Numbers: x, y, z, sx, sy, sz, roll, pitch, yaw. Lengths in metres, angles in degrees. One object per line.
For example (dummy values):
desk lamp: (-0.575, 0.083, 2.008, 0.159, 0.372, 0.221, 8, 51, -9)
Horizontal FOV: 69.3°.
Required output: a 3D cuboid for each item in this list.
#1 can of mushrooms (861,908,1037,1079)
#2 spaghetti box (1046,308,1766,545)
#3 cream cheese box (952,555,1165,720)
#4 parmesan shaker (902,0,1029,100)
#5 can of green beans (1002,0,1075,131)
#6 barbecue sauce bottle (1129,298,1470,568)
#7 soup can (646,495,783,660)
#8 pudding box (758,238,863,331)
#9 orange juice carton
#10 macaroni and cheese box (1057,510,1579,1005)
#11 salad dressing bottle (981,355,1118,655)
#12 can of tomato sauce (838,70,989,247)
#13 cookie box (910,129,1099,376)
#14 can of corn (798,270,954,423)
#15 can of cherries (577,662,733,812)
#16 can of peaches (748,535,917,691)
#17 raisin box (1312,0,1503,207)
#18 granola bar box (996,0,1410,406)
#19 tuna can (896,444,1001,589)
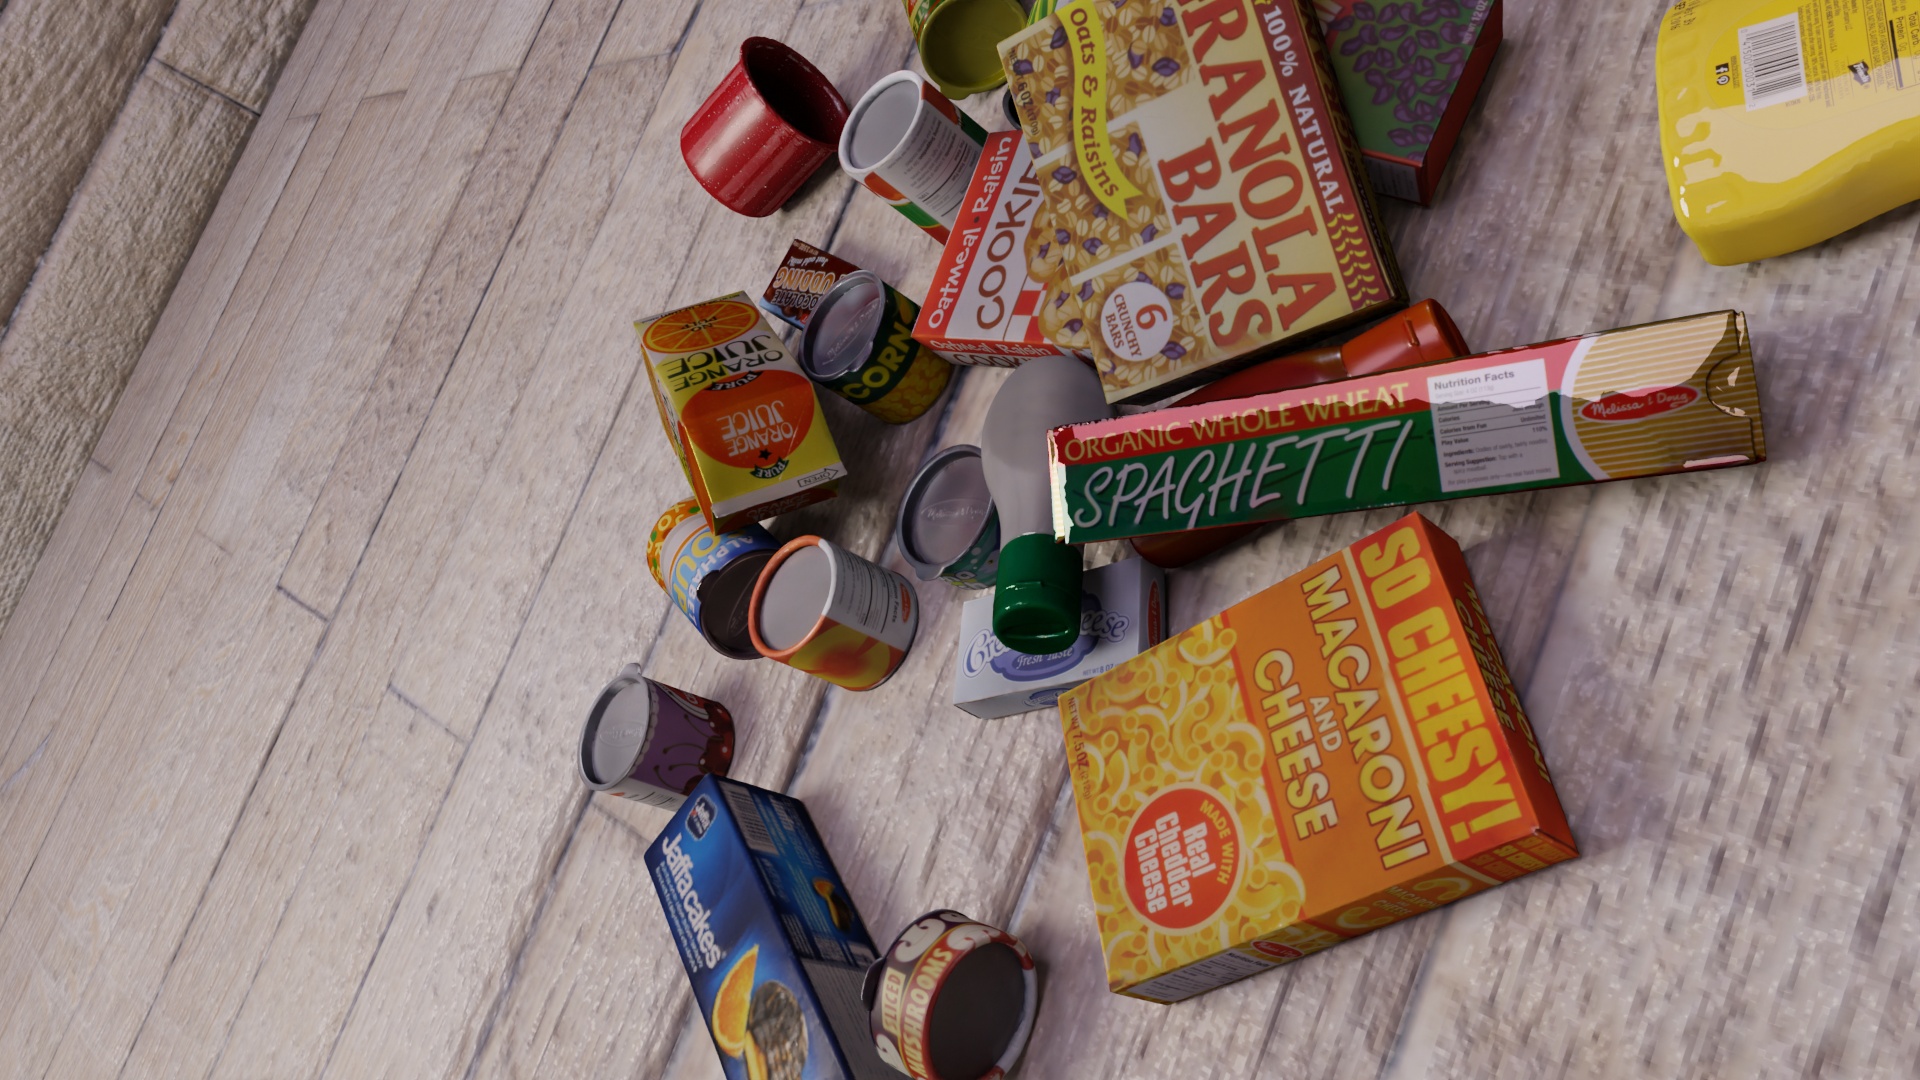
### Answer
can of mushrooms: (-0.004, 0.183, 0.551, 0.033, 0.071, 0.071, 7, 74, 46)
spaghetti box: (0.147, -0.035, 0.505, 0.250, 0.029, 0.050, -7, 87, 31)
cream cheese box: (0.044, 0.044, 0.615, 0.103, 0.024, 0.053, -17, 56, 39)
parmesan shaker: (-0.003, -0.323, 0.832, 0.071, 0.071, 0.103, -38, 46, 25)
can of green beans: (0.061, -0.244, 0.724, 0.071, 0.071, 0.058, 2, 70, 46)
barbecue sauce bottle: (0.131, -0.045, 0.561, 0.148, 0.043, 0.065, -30, 56, 31)
soup can: (-0.131, 0.017, 0.771, 0.084, 0.071, 0.071, 36, 96, 49)
pudding box: (-0.083, -0.148, 0.844, 0.084, 0.030, 0.049, 34, 96, 49)
orange juice carton: (-0.123, -0.067, 0.771, 0.072, 0.072, 0.193, -19, 34, -13)
macaroni and cheese box: (0.119, 0.082, 0.506, 0.166, 0.040, 0.124, -32, 49, 30)
salad dressing bottle: (0.038, -0.018, 0.613, 0.064, 0.043, 0.148, -3, 47, 13)
can of tomato sauce: (-0.017, -0.210, 0.771, 0.071, 0.083, 0.071, -23, 55, 36)
cookie box: (0.061, -0.145, 0.689, 0.167, 0.040, 0.123, 12, 78, 47)
can of corn: (-0.044, -0.103, 0.758, 0.071, 0.058, 0.071, -23, 54, 36)
can of cherries: (-0.167, 0.110, 0.766, 0.071, 0.058, 0.072, -24, 53, 37)
can of peaches: (-0.067, 0.038, 0.704, 0.071, 0.058, 0.071, -22, 54, 35)
raisin box: (0.154, -0.201, 0.592, 0.123, 0.040, 0.086, 23, 85, 26)
granola bar box: (0.097, -0.152, 0.569, 0.124, 0.039, 0.165, -19, 85, 29)
tuna can: (0.002, -0.009, 0.679, 0.071, 0.033, 0.071, -23, 54, 36)
